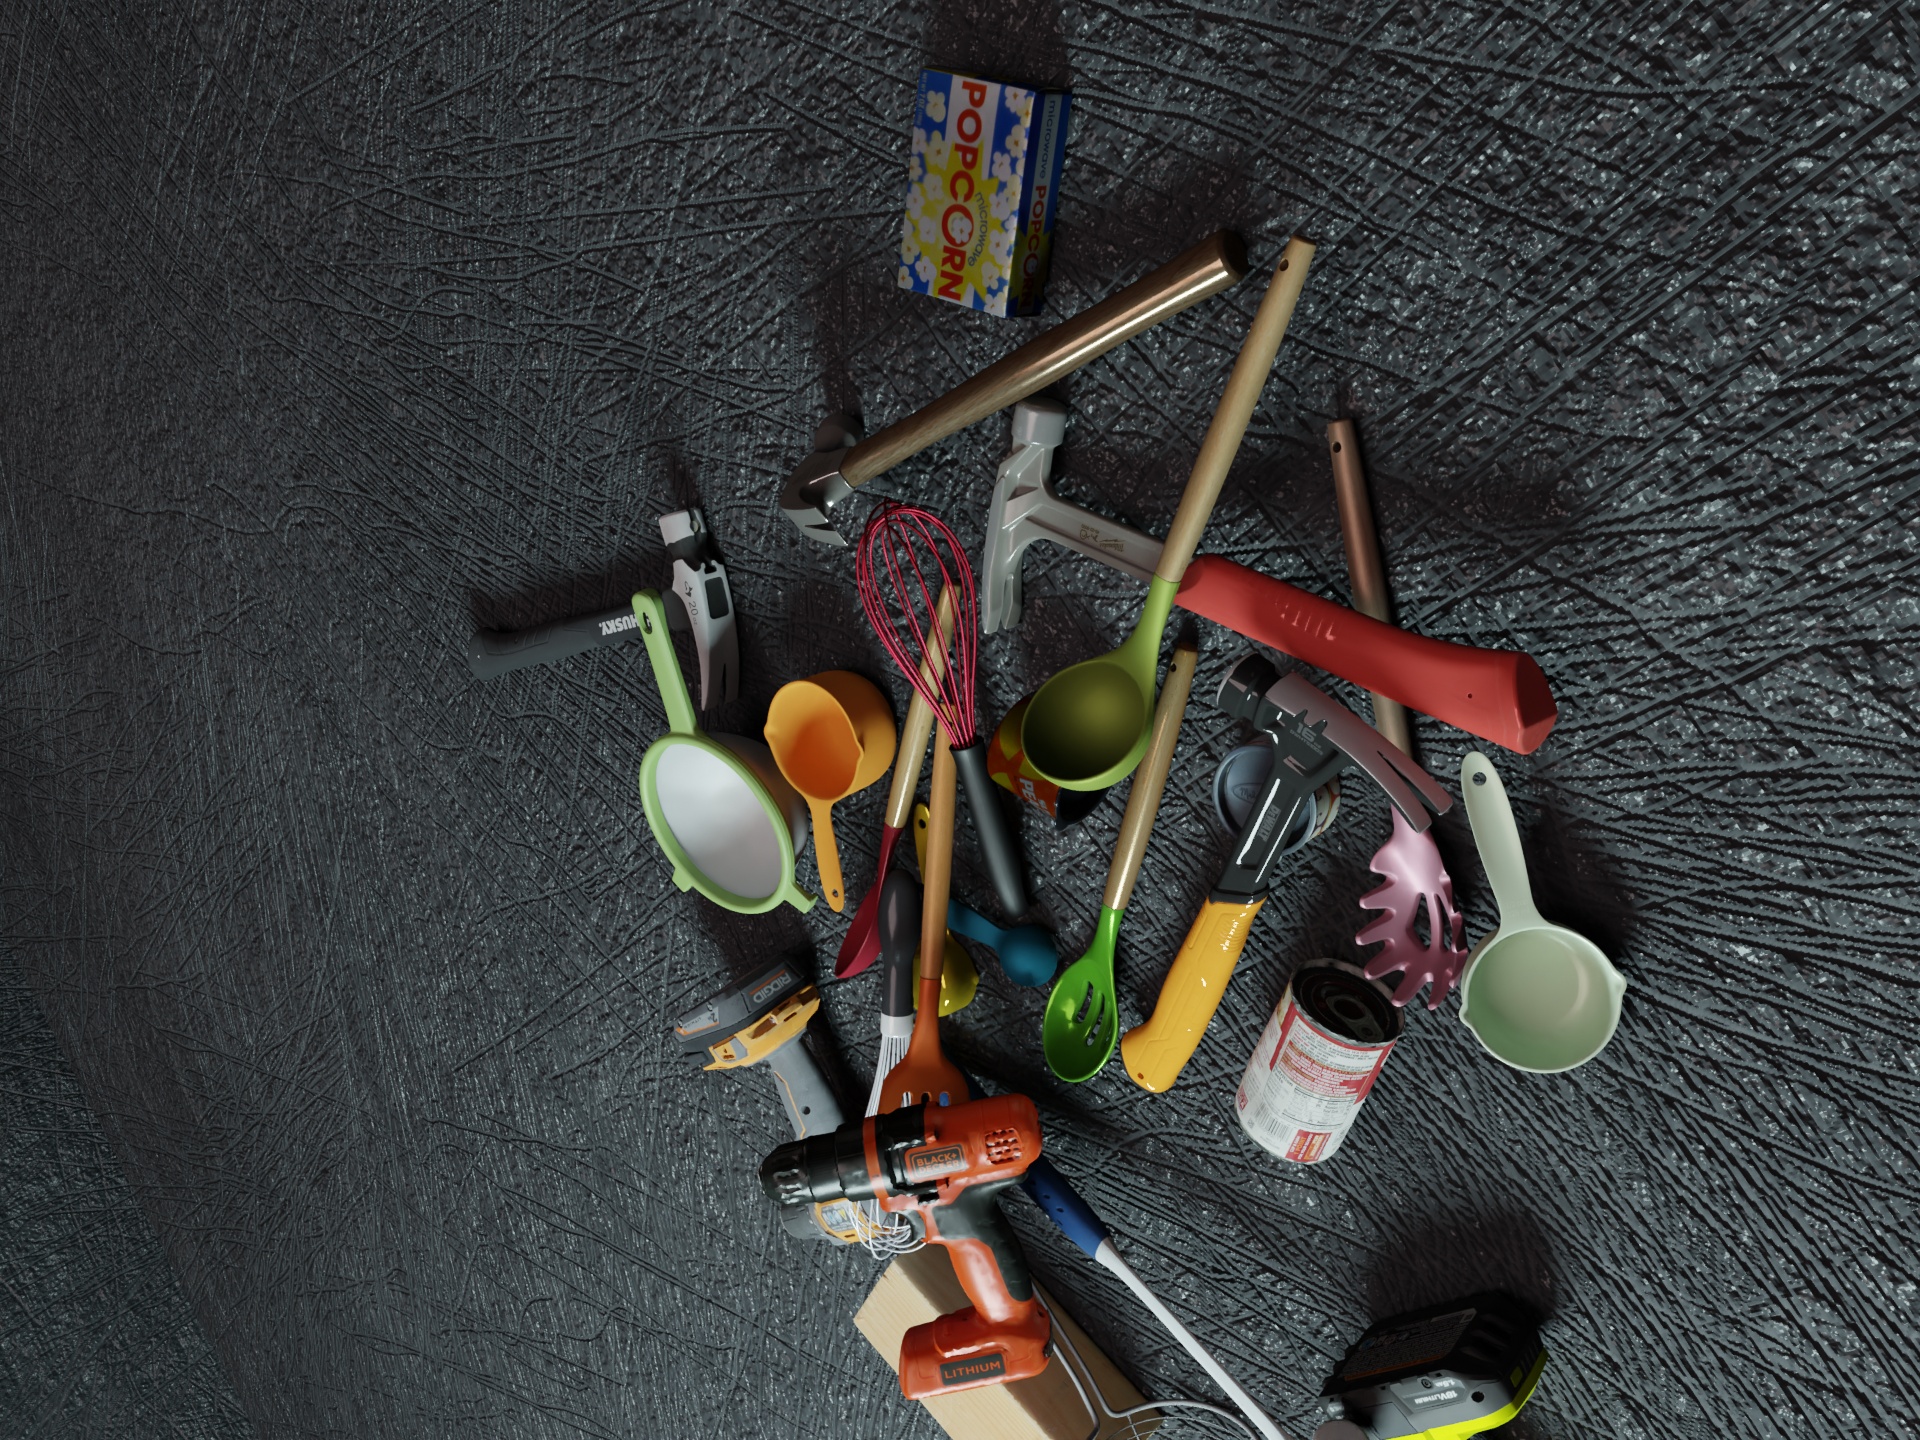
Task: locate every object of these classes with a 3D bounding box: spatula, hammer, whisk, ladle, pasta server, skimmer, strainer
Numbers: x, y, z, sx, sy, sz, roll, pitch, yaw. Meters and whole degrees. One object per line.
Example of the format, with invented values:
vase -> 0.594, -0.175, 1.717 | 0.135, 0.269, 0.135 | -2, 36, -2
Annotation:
spatula -> -0.016, 0.150, 1.063 | 0.041, 0.081, 0.322 | -150, 64, -80
hammer -> -0.297, -0.066, 1.278 | 0.335, 0.035, 0.146 | -9, 99, 43
whisk -> -0.002, -0.003, 1.019 | 0.073, 0.073, 0.295 | -1, 115, 41
ladle -> 0.109, -0.098, 0.830 | 0.078, 0.062, 0.320 | 49, 131, 40
hammer -> 0.018, -0.191, 0.922 | 0.331, 0.130, 0.031 | -22, 124, 36
whisk -> -0.045, 0.241, 1.114 | 0.070, 0.070, 0.284 | 10, 102, 38
hammer -> 0.159, 0.117, 0.908 | 0.127, 0.034, 0.336 | 39, 139, 22
hammer -> 0.149, -0.058, 0.866 | 0.359, 0.036, 0.149 | 30, 123, 38
pasta server -> 0.225, -0.002, 0.846 | 0.060, 0.040, 0.316 | -2, 103, 47
ladle -> -0.041, 0.048, 1.097 | 0.031, 0.069, 0.315 | 12, 115, -7
hammer -> 0.101, 0.358, 1.043 | 0.406, 0.035, 0.144 | 40, 148, 36
skimmer -> 0.068, 0.398, 1.099 | 0.364, 0.127, 0.090 | 53, 141, 25
strainer -> -0.176, 0.016, 1.166 | 0.151, 0.069, 0.256 | 3, 116, 40

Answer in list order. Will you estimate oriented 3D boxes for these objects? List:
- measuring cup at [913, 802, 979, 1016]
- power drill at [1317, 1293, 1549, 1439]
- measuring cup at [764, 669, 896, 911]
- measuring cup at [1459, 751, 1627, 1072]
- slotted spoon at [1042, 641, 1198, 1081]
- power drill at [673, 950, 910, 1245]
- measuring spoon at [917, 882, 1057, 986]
measuring cup -> -0.025, 0.136, 1.120 | 0.062, 0.029, 0.156 | 5, 108, 40
power drill -> 0.329, 0.450, 0.900 | 0.190, 0.080, 0.228 | -39, 82, 44
measuring cup -> -0.083, 0.048, 1.124 | 0.095, 0.052, 0.173 | 10, 114, 38
measuring cup -> 0.285, 0.096, 0.821 | 0.083, 0.038, 0.167 | -16, 88, 11
slotted spoon -> 0.104, 0.094, 0.994 | 0.070, 0.031, 0.313 | 45, 131, 48
power drill -> -0.131, 0.309, 1.246 | 0.226, 0.084, 0.185 | 57, 141, 2
measuring spoon -> 0.007, 0.142, 1.079 | 0.129, 0.021, 0.042 | 25, 105, 27
